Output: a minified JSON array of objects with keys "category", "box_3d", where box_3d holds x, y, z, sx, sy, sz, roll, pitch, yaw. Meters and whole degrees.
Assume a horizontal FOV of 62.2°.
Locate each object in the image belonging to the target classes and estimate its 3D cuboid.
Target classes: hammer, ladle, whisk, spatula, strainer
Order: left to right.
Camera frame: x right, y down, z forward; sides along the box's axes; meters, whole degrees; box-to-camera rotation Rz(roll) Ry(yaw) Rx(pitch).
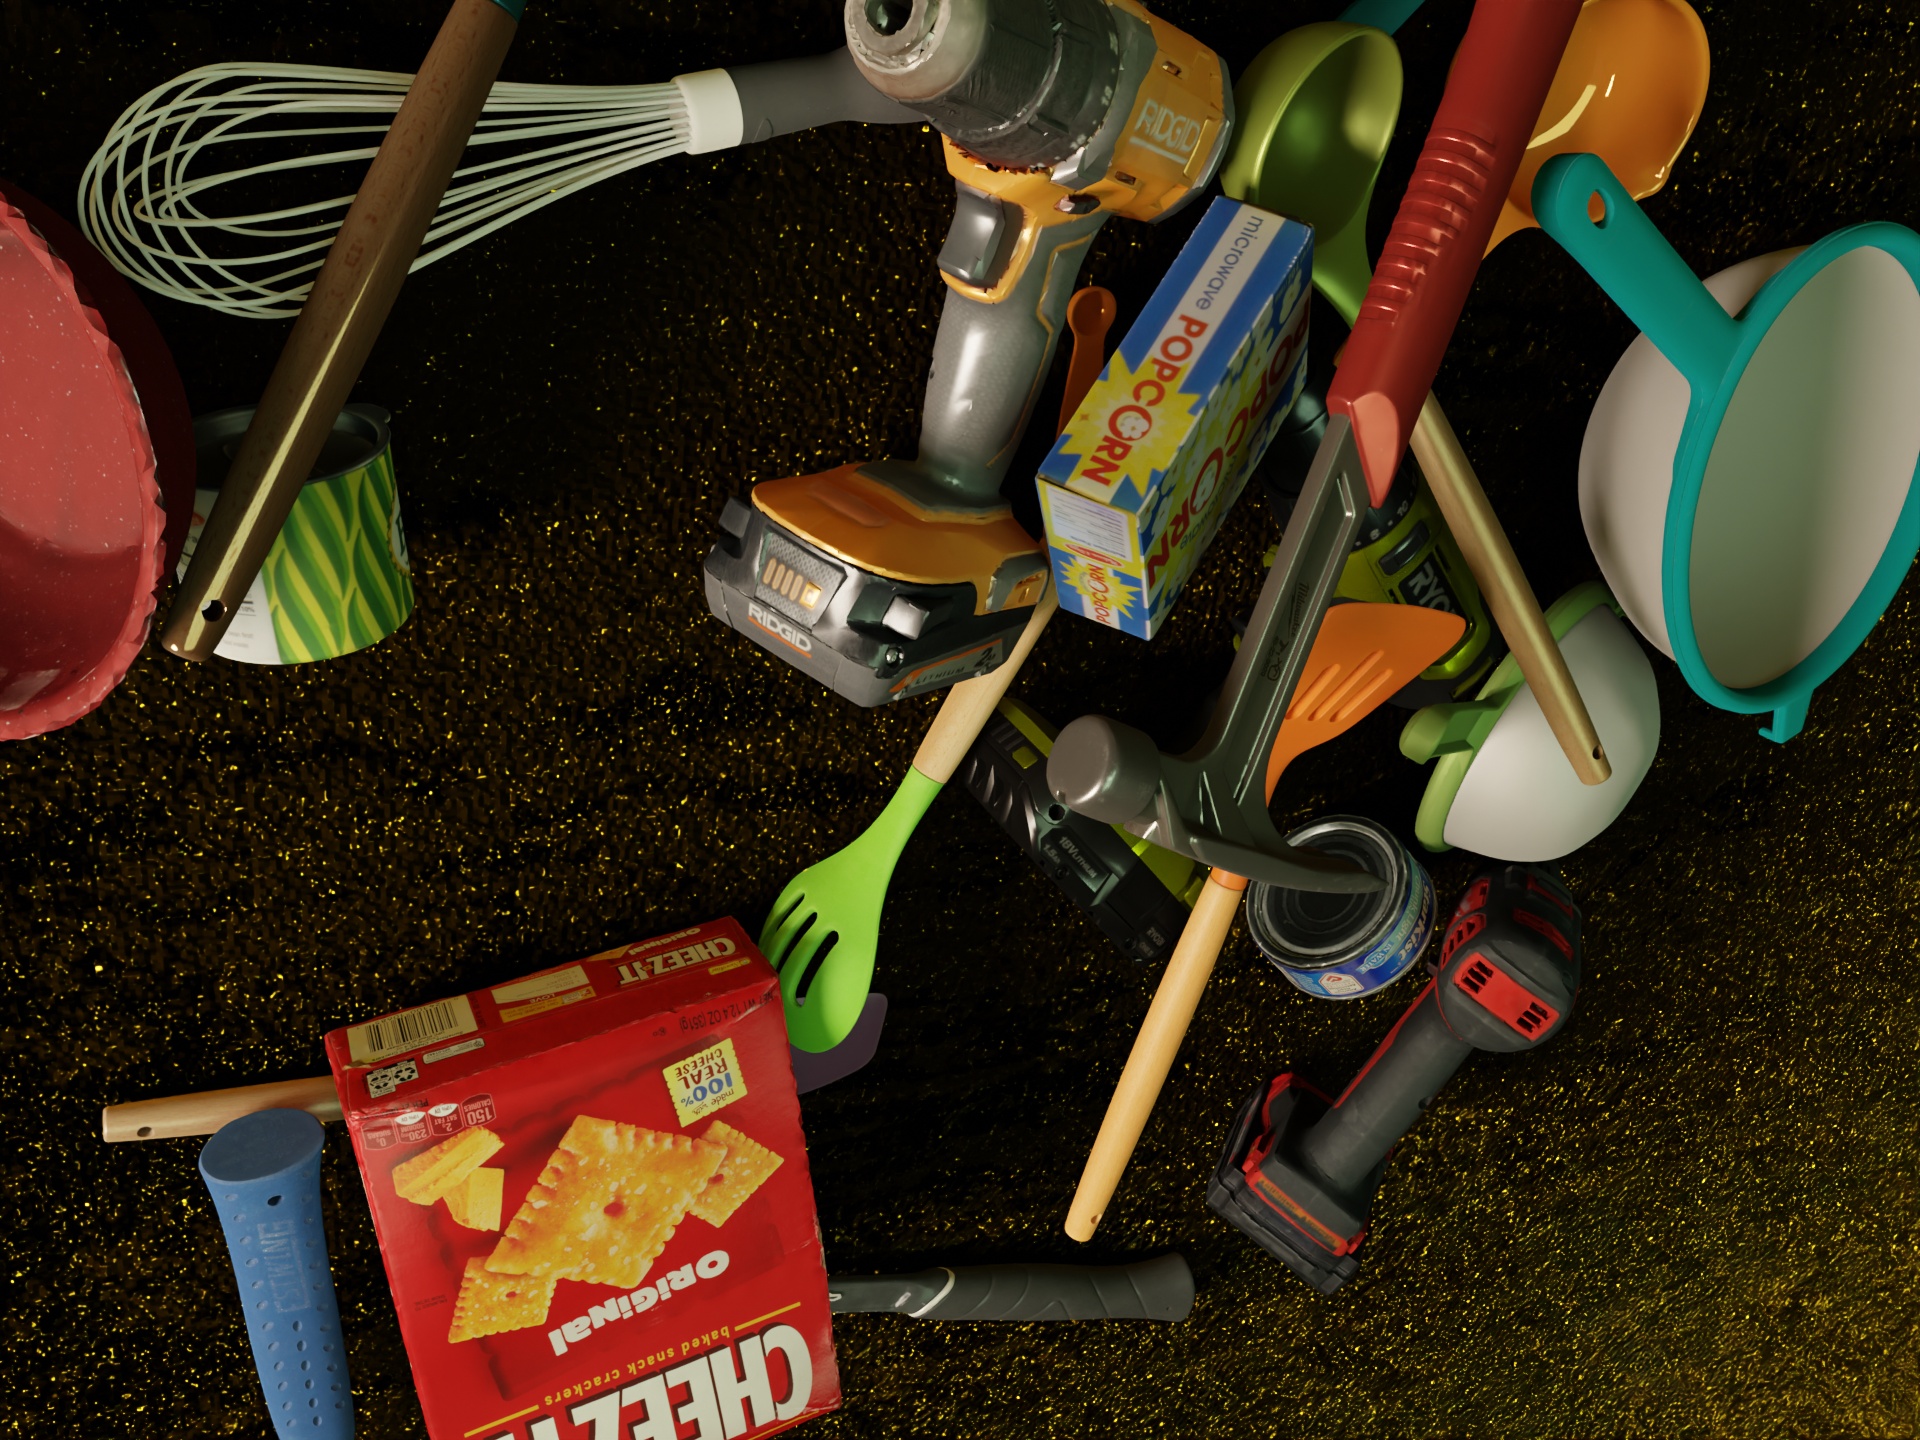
[{"category":"hammer","box_3d":[-0.282,0.324,0.689,0.144,0.035,0.405,-9,126,-23]},{"category":"spatula","box_3d":[-0.127,-0.158,0.401,0.082,0.044,0.317,25,90,-42]},{"category":"spatula","box_3d":[-0.175,0.148,0.657,0.315,0.018,0.059,0,120,-29]},{"category":"whisk","box_3d":[-0.106,-0.173,0.469,0.284,0.070,0.070,-20,127,-22]},{"category":"hammer","box_3d":[-0.035,0.300,0.819,0.408,0.036,0.149,13,114,-34]},{"category":"spatula","box_3d":[0.106,0.091,0.652,0.081,0.041,0.322,3,116,-36]},{"category":"hammer","box_3d":[0.149,-0.119,0.522,0.149,0.037,0.359,19,94,-37]},{"category":"ladle","box_3d":[0.186,-0.104,0.594,0.078,0.062,0.320,-39,109,-18]},{"category":"strainer","box_3d":[0.258,0.015,0.704,0.256,0.069,0.151,-3,124,-59]},{"category":"strainer","box_3d":[0.300,-0.138,0.671,0.340,0.095,0.211,26,92,-39]}]

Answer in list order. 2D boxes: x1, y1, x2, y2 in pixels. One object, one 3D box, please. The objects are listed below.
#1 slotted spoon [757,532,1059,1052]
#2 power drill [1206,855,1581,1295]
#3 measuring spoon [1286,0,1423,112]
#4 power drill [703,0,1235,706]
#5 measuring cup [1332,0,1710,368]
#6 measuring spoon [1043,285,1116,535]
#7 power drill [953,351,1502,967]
[{"category":"slotted spoon","box_3d":[-0.001,-0.002,0.630,0.031,0.070,0.313,21,105,-46]},{"category":"power drill","box_3d":[0.232,0.162,0.815,0.226,0.080,0.188,-57,170,23]},{"category":"measuring spoon","box_3d":[0.168,-0.264,0.573,0.128,0.021,0.042,-43,130,3]},{"category":"power drill","box_3d":[-0.004,-0.120,0.495,0.185,0.084,0.226,-18,136,-61]},{"category":"measuring cup","box_3d":[0.199,-0.208,0.612,0.095,0.052,0.173,28,117,-35]},{"category":"measuring spoon","box_3d":[0.043,-0.112,0.615,0.021,0.011,0.116,-12,128,-24]},{"category":"power drill","box_3d":[0.110,-0.024,0.663,0.228,0.080,0.190,-44,131,0]}]
